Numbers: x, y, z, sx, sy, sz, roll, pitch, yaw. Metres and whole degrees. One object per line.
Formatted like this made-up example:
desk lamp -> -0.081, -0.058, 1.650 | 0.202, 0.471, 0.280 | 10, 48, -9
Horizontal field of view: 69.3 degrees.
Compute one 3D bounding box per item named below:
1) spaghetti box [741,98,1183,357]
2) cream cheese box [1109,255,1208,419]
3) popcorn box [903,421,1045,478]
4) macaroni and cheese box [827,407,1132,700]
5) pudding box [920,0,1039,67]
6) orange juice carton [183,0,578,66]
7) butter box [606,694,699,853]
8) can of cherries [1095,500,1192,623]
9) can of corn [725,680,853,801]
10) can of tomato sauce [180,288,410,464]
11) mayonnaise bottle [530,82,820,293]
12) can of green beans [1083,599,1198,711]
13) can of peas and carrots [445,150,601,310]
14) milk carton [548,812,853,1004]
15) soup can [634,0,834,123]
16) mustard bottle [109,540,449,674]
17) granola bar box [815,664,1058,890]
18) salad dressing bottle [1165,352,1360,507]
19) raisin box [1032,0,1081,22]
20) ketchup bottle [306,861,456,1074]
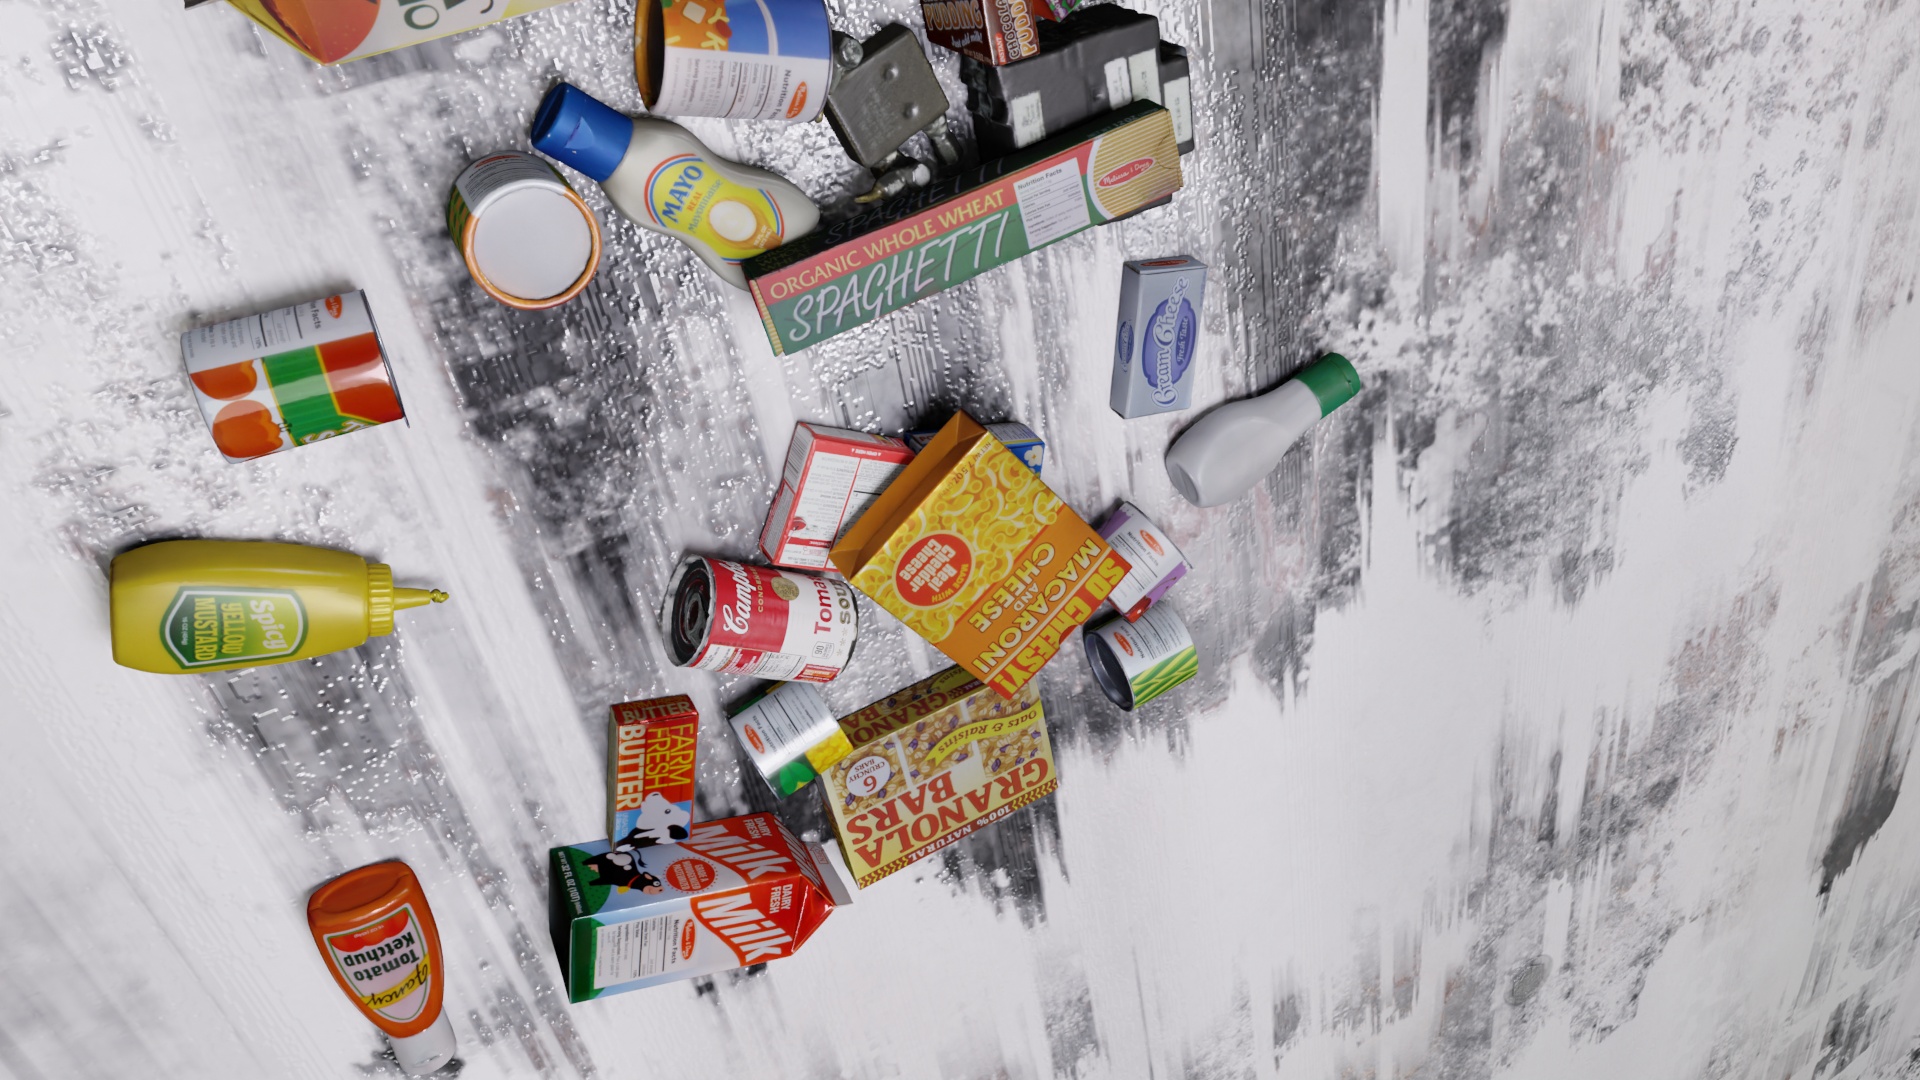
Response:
spaghetti box -> 0.003, -0.172, 0.758 | 0.250, 0.029, 0.050 | -24, 127, -9
cream cheese box -> 0.131, -0.134, 0.920 | 0.053, 0.024, 0.103 | -11, 121, -24
popcorn box -> 0.003, -0.011, 0.908 | 0.085, 0.038, 0.126 | -8, 119, -27
macaroni and cheese box -> 0.017, 0.014, 0.878 | 0.123, 0.040, 0.166 | -48, 128, 3
pudding box -> 0.008, -0.283, 0.730 | 0.030, 0.084, 0.049 | -23, 126, -16
orange juice carton -> -0.241, -0.262, 0.610 | 0.193, 0.072, 0.072 | -23, 125, -17
butter box -> -0.199, 0.151, 0.894 | 0.053, 0.024, 0.103 | -5, 118, -26
can of cherries -> 0.119, 0.016, 0.972 | 0.058, 0.072, 0.071 | -44, 128, 0
can of corn -> -0.110, 0.127, 0.905 | 0.058, 0.071, 0.071 | -33, 127, -9
can of tomato sauce -> -0.320, -0.077, 0.672 | 0.083, 0.071, 0.070 | -19, 124, -18
mayonnaise bottle -> -0.148, -0.185, 0.724 | 0.148, 0.041, 0.064 | 24, 105, -37
can of green beans -> 0.132, 0.083, 1.015 | 0.058, 0.071, 0.071 | -26, 126, -15
can of peas and carrots -> -0.217, -0.152, 0.693 | 0.071, 0.059, 0.070 | -13, 122, -22
milk carton -> -0.172, 0.239, 0.929 | 0.191, 0.072, 0.073 | -5, 118, -26
soup can -> -0.115, -0.247, 0.695 | 0.084, 0.071, 0.071 | -5, 119, -26
mustard bottle -> -0.351, 0.032, 0.726 | 0.160, 0.049, 0.065 | -3, 119, -28
granola bar box -> -0.019, 0.160, 0.991 | 0.166, 0.039, 0.123 | -24, 125, -16
salad dressing bottle -> 0.217, -0.080, 0.987 | 0.148, 0.044, 0.064 | -34, 126, -10
raisin box -> 0.069, -0.357, 0.752 | 0.123, 0.040, 0.086 | -43, 128, 0
ketchup bottle -> -0.351, 0.269, 0.863 | 0.065, 0.044, 0.148 | -18, 124, -20
